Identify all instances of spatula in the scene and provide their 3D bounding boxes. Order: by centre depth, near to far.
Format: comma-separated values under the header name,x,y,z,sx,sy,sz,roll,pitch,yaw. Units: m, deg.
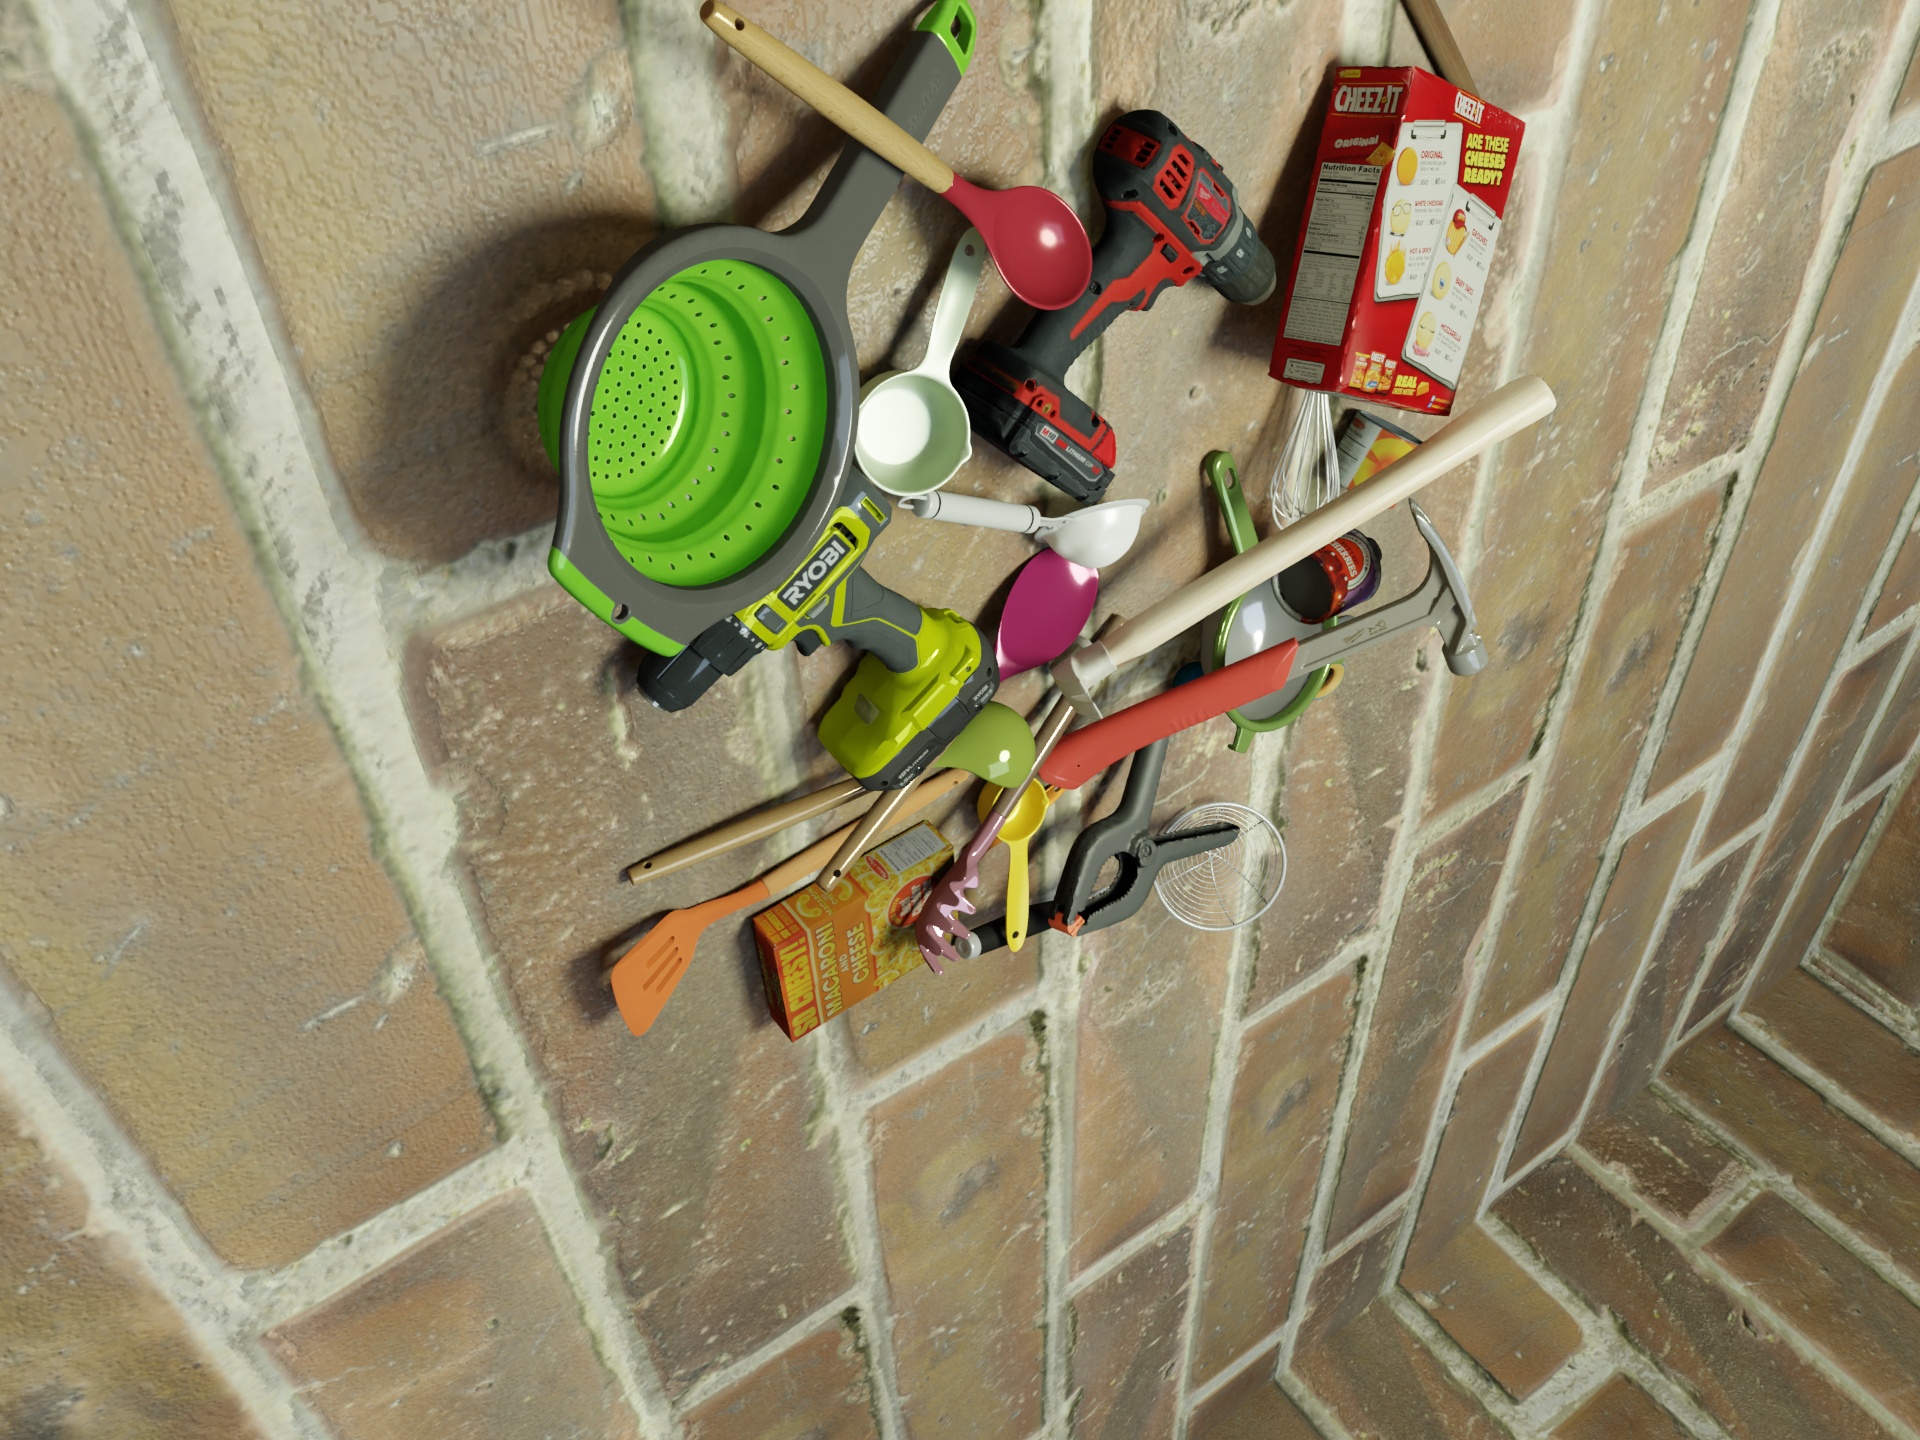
name,x,y,z,sx,sy,sz,roll,pitch,yaw
spatula,0.307,-0.492,1.068,0.060,0.018,0.315,-53,141,5
spatula,-0.121,0.119,1.187,0.322,0.041,0.081,-30,138,-22

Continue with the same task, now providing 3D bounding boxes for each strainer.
name,x,y,z,sx,sy,sz,roll,pitch,yaw
strainer,0.050,-0.135,1.092,0.258,0.050,0.087,1,163,-46
strainer,0.226,-0.110,1.305,0.151,0.069,0.256,-40,125,-24

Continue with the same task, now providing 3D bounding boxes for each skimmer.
name,x,y,z,sx,sy,sz,roll,pitch,yaw
skimmer,0.151,0.159,1.416,0.363,0.090,0.127,-13,106,-43

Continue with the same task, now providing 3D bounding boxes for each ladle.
name,x,y,z,sx,sy,sz,roll,pitch,yaw
ladle,-0.024,-0.296,0.842,0.315,0.031,0.069,15,84,-53
ladle,-0.088,0.061,1.159,0.320,0.078,0.062,-22,146,-19

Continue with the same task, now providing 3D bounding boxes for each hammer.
name,x,y,z,sx,sy,sz,roll,pitch,yaw
hammer,0.248,-0.129,1.159,0.410,0.146,0.038,-31,103,6
hammer,0.219,-0.038,1.244,0.359,0.037,0.149,-23,117,16

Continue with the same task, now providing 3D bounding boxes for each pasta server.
name,x,y,z,sx,sy,sz,roll,pitch,yaw
pasta server,0.051,0.055,1.253,0.316,0.040,0.060,-58,161,-4

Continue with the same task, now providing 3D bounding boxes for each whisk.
name,x,y,z,sx,sy,sz,roll,pitch,yaw
whisk,0.272,-0.254,1.209,0.059,0.058,0.246,-9,121,-15

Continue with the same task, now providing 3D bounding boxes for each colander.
name,x,y,z,sx,sy,sz,roll,pitch,yaw
colander,-0.116,-0.233,0.858,0.397,0.095,0.204,-62,145,-10

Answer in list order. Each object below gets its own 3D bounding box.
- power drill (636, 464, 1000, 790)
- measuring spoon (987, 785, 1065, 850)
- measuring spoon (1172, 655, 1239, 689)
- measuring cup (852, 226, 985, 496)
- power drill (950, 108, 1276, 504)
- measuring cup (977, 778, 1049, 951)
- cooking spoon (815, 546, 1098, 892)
name,x,y,z,sx,sy,sz,roll,pitch,yaw
power drill,-0.089,-0.046,1.044,0.190,0.080,0.228,-47,140,0
measuring spoon,0.048,0.081,1.341,0.117,0.011,0.021,-37,140,-18
measuring spoon,0.226,-0.049,1.391,0.128,0.021,0.042,-26,138,-39
measuring cup,-0.021,-0.222,0.983,0.083,0.038,0.167,14,100,-25
power drill,0.110,-0.260,1.045,0.187,0.080,0.226,24,102,-51
measuring cup,0.040,0.116,1.310,0.062,0.029,0.156,-12,112,-32
cooking spoon,-0.002,-0.004,1.151,0.068,0.017,0.319,46,73,-24
